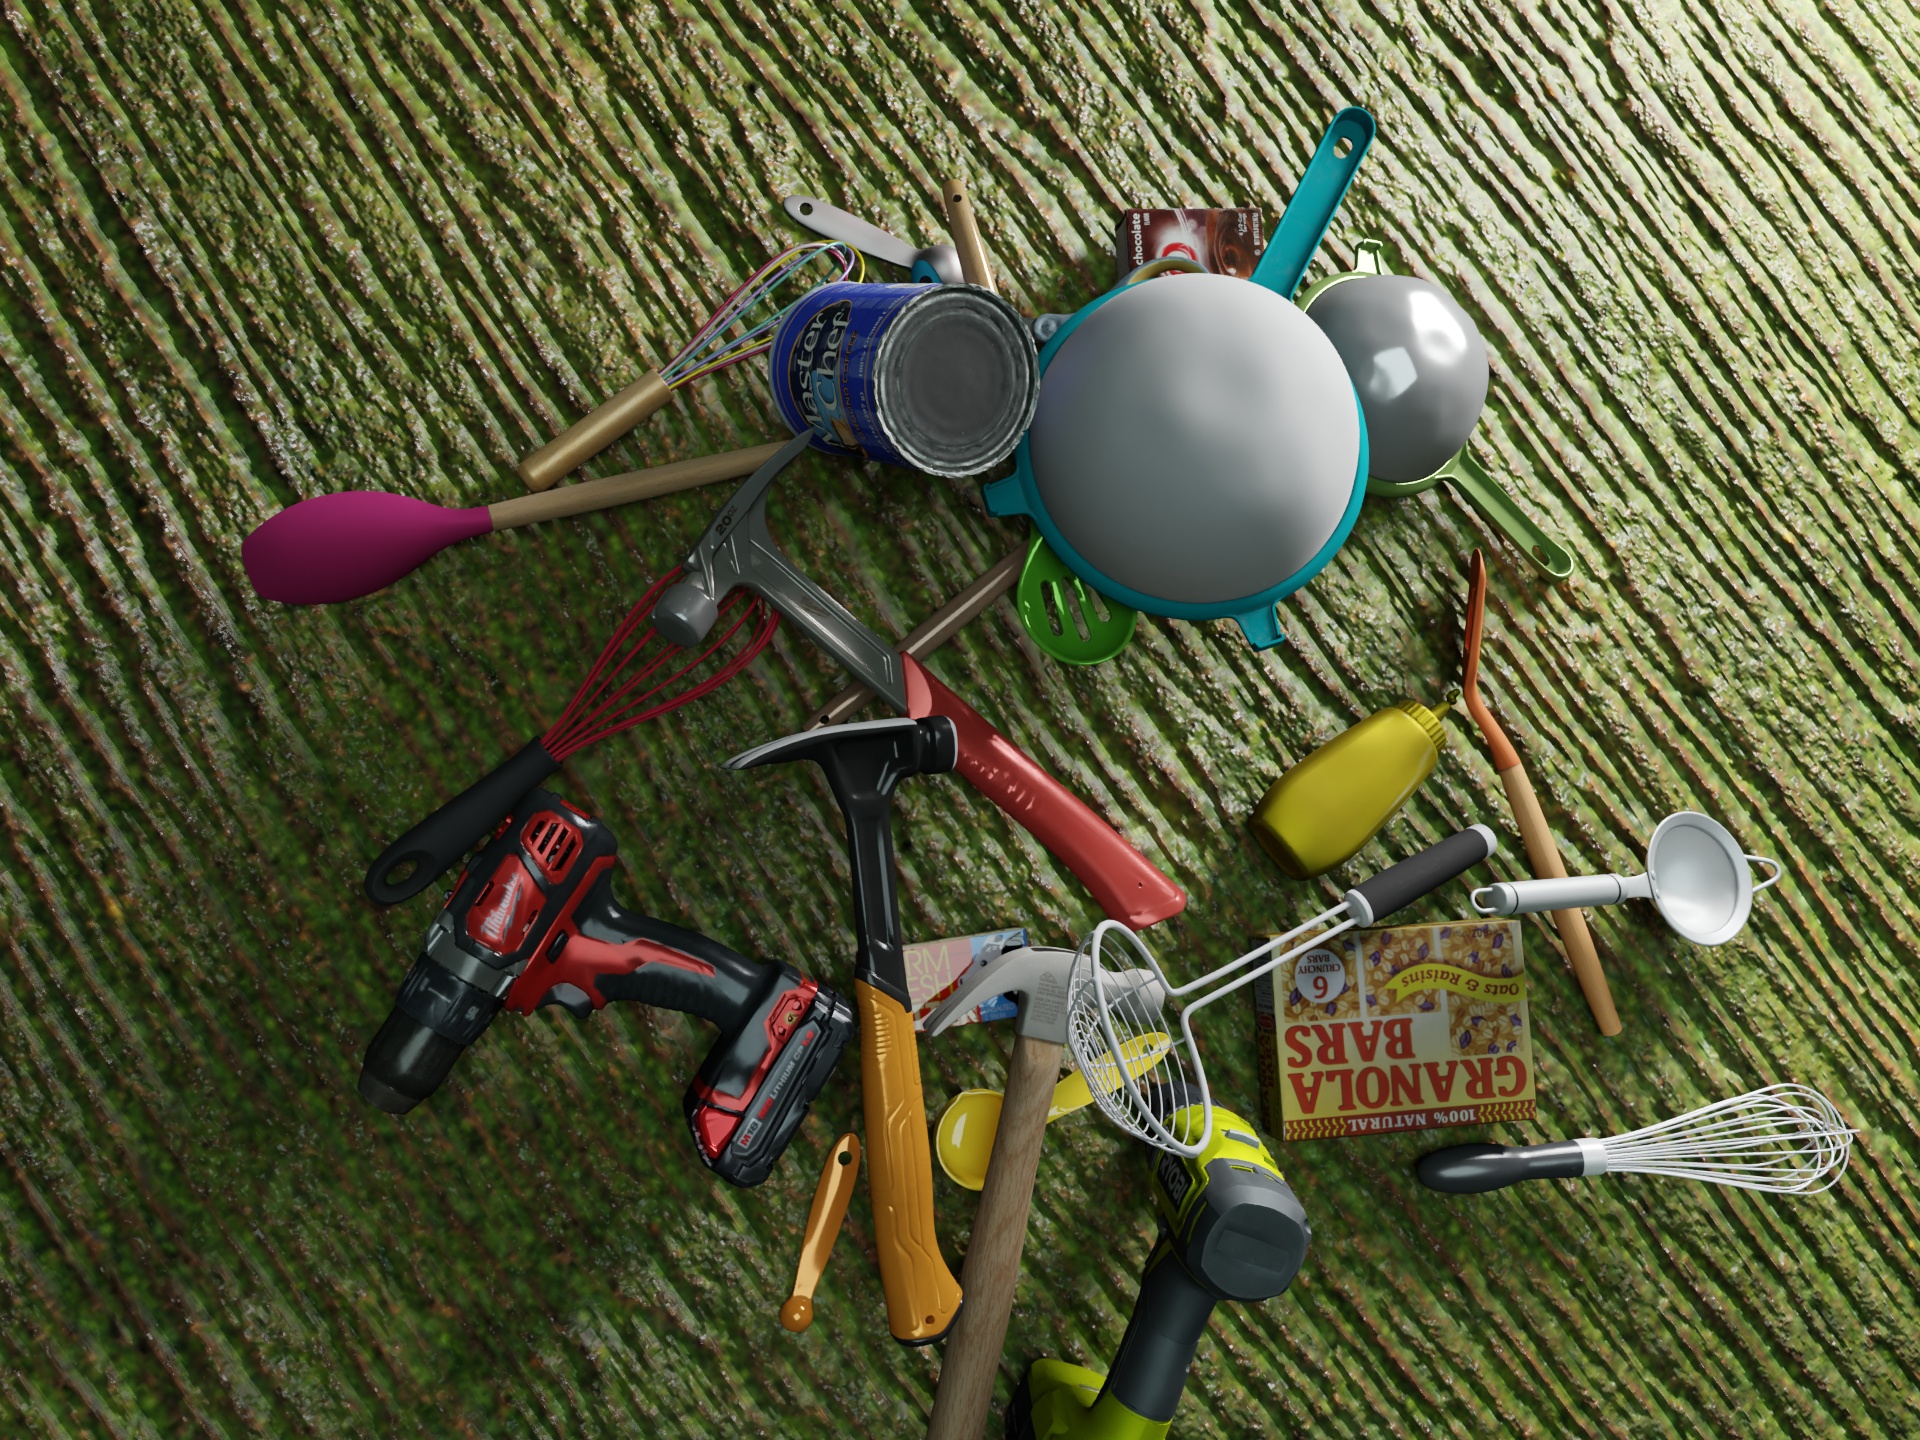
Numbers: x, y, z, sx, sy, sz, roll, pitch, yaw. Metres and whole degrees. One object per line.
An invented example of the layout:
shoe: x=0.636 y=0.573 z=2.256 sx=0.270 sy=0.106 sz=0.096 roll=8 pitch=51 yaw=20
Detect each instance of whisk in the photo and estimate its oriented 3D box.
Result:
whisk: x=-0.158 y=-0.211 z=0.946 sx=0.245 sy=0.051 sz=0.047 roll=-38 pitch=98 yaw=-8
whisk: x=-0.220 y=0.004 z=0.907 sx=0.296 sy=0.073 sz=0.073 roll=-40 pitch=92 yaw=-5
whisk: x=0.424 y=0.270 z=0.995 sx=0.284 sy=0.070 sz=0.070 roll=-4 pitch=85 yaw=-6

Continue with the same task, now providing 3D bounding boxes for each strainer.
strainer: x=0.408 y=0.103 z=0.988 sx=0.258 sy=0.050 sz=0.087 roll=0 pitch=76 yaw=-29
strainer: x=0.168 y=-0.224 z=0.907 sx=0.211 sy=0.095 sz=0.340 roll=27 pitch=81 yaw=1
strainer: x=0.315 y=-0.185 z=1.002 sx=0.256 sy=0.069 sz=0.151 roll=43 pitch=66 yaw=-10

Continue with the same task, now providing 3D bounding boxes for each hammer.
hammer: x=-0.001 y=-0.003 z=0.924 sx=0.359 sy=0.037 sz=0.149 roll=40 pitch=60 yaw=-15
hammer: x=0.019 y=0.292 z=0.905 sx=0.130 sy=0.031 sz=0.331 roll=13 pitch=87 yaw=-10
hammer: x=-0.046 y=0.170 z=0.852 sx=0.127 sy=0.034 sz=0.337 roll=-8 pitch=93 yaw=-25

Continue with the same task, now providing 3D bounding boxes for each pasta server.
pasta server: x=0.028 y=-0.092 z=0.969 sx=0.316 sy=0.040 sz=0.060 roll=-40 pitch=83 yaw=-10

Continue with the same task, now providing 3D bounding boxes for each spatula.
spatula: x=0.366 y=0.048 z=1.010 sx=0.041 sy=0.081 sz=0.322 roll=-21 pitch=93 yaw=17

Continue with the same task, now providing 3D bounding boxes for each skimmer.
skimmer: x=0.202 y=0.125 z=0.897 sx=0.363 sy=0.090 sz=0.127 roll=-21 pitch=84 yaw=-31

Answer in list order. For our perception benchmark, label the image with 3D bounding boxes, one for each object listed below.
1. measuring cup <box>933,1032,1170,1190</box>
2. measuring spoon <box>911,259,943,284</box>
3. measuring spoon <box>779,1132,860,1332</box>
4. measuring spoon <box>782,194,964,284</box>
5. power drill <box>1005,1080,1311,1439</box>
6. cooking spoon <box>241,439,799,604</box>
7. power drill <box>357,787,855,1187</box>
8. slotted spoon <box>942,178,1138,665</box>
measuring cup: x=0.055 y=0.225 z=0.949 sx=0.156 sy=0.029 sz=0.062 roll=-25 pitch=89 yaw=-14
measuring spoon: x=-0.006 y=-0.220 z=0.970 sx=0.042 sy=0.021 sz=0.128 roll=-18 pitch=95 yaw=12
measuring spoon: x=-0.080 y=0.298 z=0.924 sx=0.021 sy=0.011 sz=0.117 roll=18 pitch=81 yaw=-8
measuring spoon: x=-0.052 y=-0.298 z=0.984 sx=0.124 sy=0.018 sz=0.034 roll=22 pitch=81 yaw=-7
power drill: x=0.105 y=0.321 z=0.884 sx=0.080 sy=0.190 sz=0.228 roll=22 pitch=95 yaw=-8
cooking spoon: x=-0.247 y=-0.123 z=0.921 sx=0.319 sy=0.017 sz=0.068 roll=-16 pitch=131 yaw=-16
power drill: x=-0.194 y=0.169 z=0.872 sx=0.226 sy=0.080 sz=0.188 roll=34 pitch=80 yaw=-10
slotted spoon: x=0.037 y=-0.180 z=0.955 sx=0.070 sy=0.031 sz=0.314 roll=-15 pitch=82 yaw=-3
